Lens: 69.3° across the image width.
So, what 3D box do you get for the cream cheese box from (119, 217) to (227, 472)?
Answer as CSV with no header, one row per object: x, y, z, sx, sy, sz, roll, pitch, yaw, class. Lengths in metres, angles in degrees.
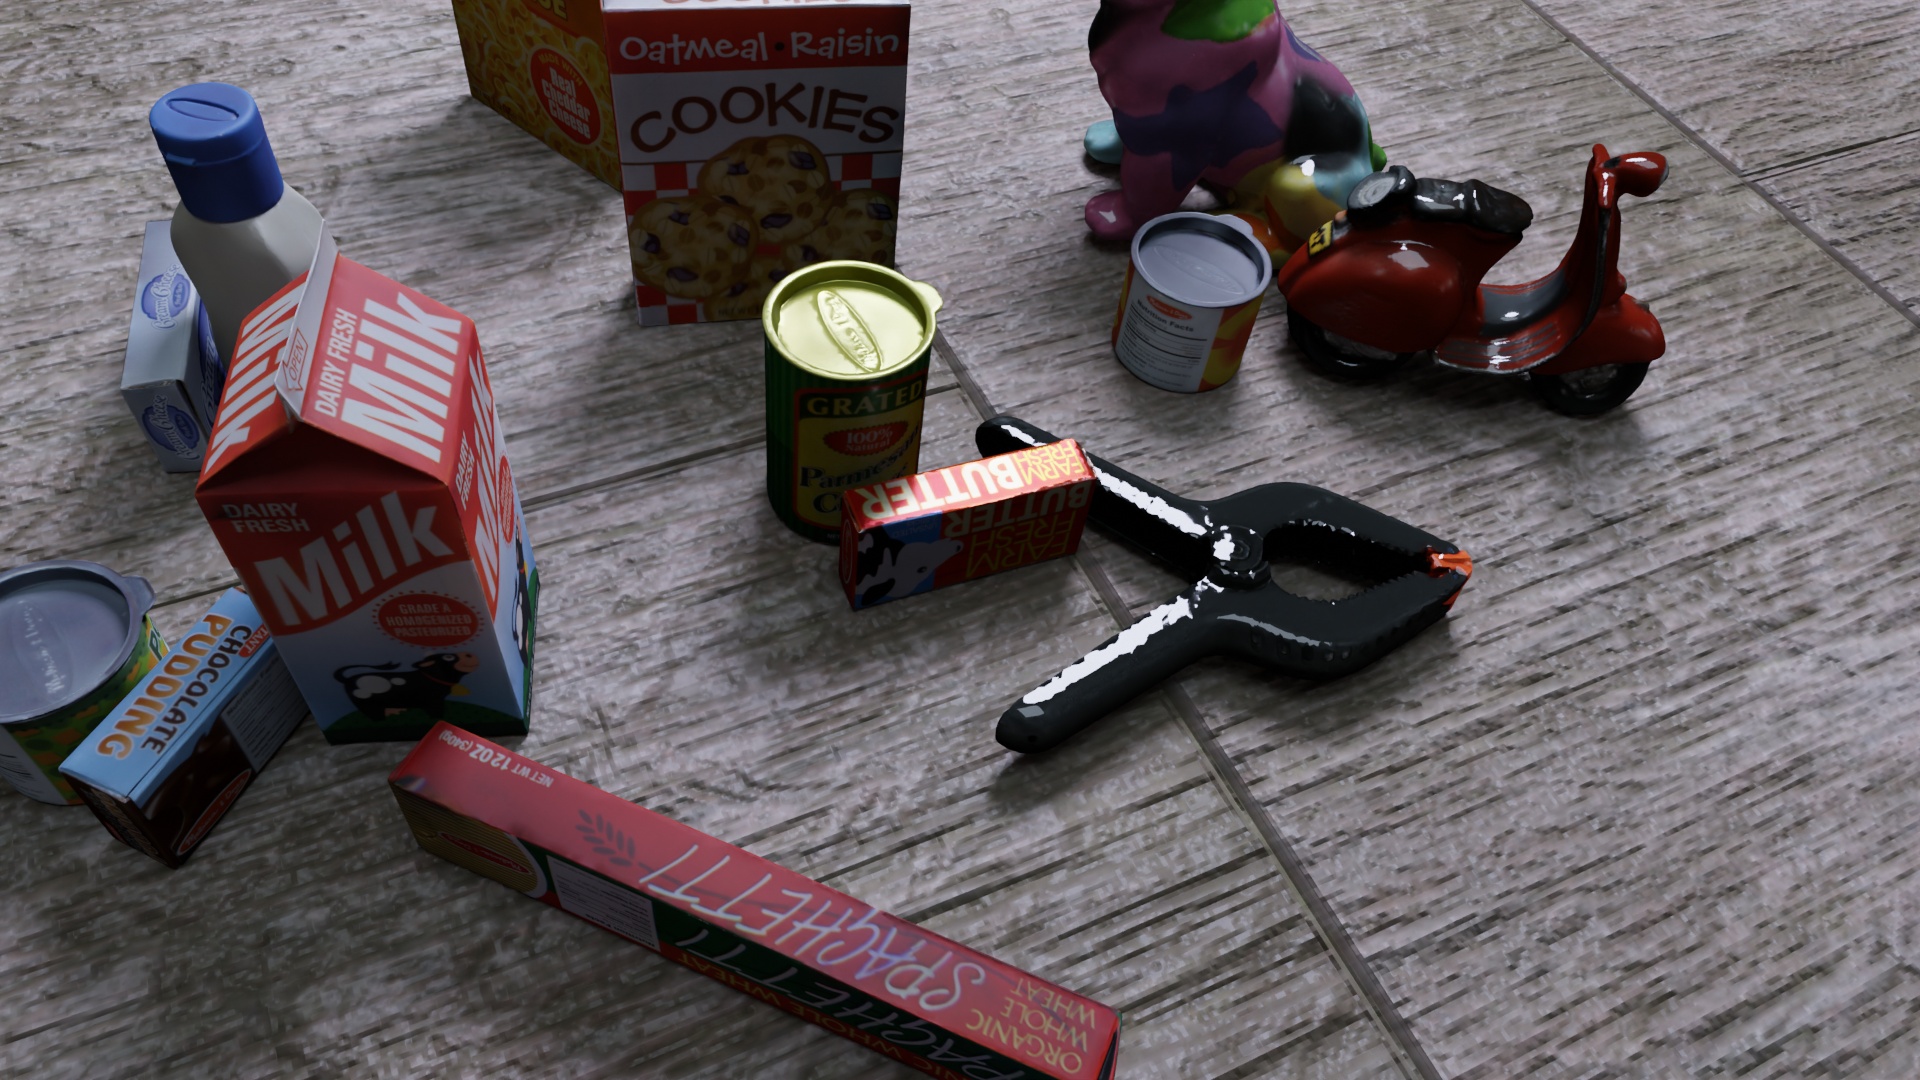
-0.330,-0.084,0.591,0.024,0.053,0.104,-8,53,-13,cream cheese box

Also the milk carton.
-0.192,-0.010,0.461,0.073,0.189,0.073,-2,52,-8,milk carton

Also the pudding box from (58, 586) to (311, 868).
-0.263,0.064,0.483,0.030,0.049,0.084,20,52,9,pudding box

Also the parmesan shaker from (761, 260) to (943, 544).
-0.044,-0.054,0.569,0.071,0.102,0.072,3,51,-4,parmesan shaker

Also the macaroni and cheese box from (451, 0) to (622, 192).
-0.202,-0.273,0.685,0.124,0.165,0.040,34,56,19,macaroni and cheese box

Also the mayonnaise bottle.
-0.279,-0.110,0.557,0.065,0.147,0.041,15,52,5,mayonnaise bottle

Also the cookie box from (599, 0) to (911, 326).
-0.089,-0.174,0.618,0.123,0.166,0.040,-6,53,-11,cookie box

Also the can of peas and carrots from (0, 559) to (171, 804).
-0.309,0.048,0.484,0.071,0.058,0.071,3,51,-4,can of peas and carrots

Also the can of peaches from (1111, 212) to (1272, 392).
0.110,-0.114,0.664,0.071,0.057,0.071,3,51,-4,can of peaches

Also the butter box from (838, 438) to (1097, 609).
0.002,-0.007,0.569,0.104,0.052,0.024,-14,55,-17,butter box

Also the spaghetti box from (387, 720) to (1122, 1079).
-0.069,0.127,0.455,0.250,0.049,0.029,21,52,10,spaghetti box
